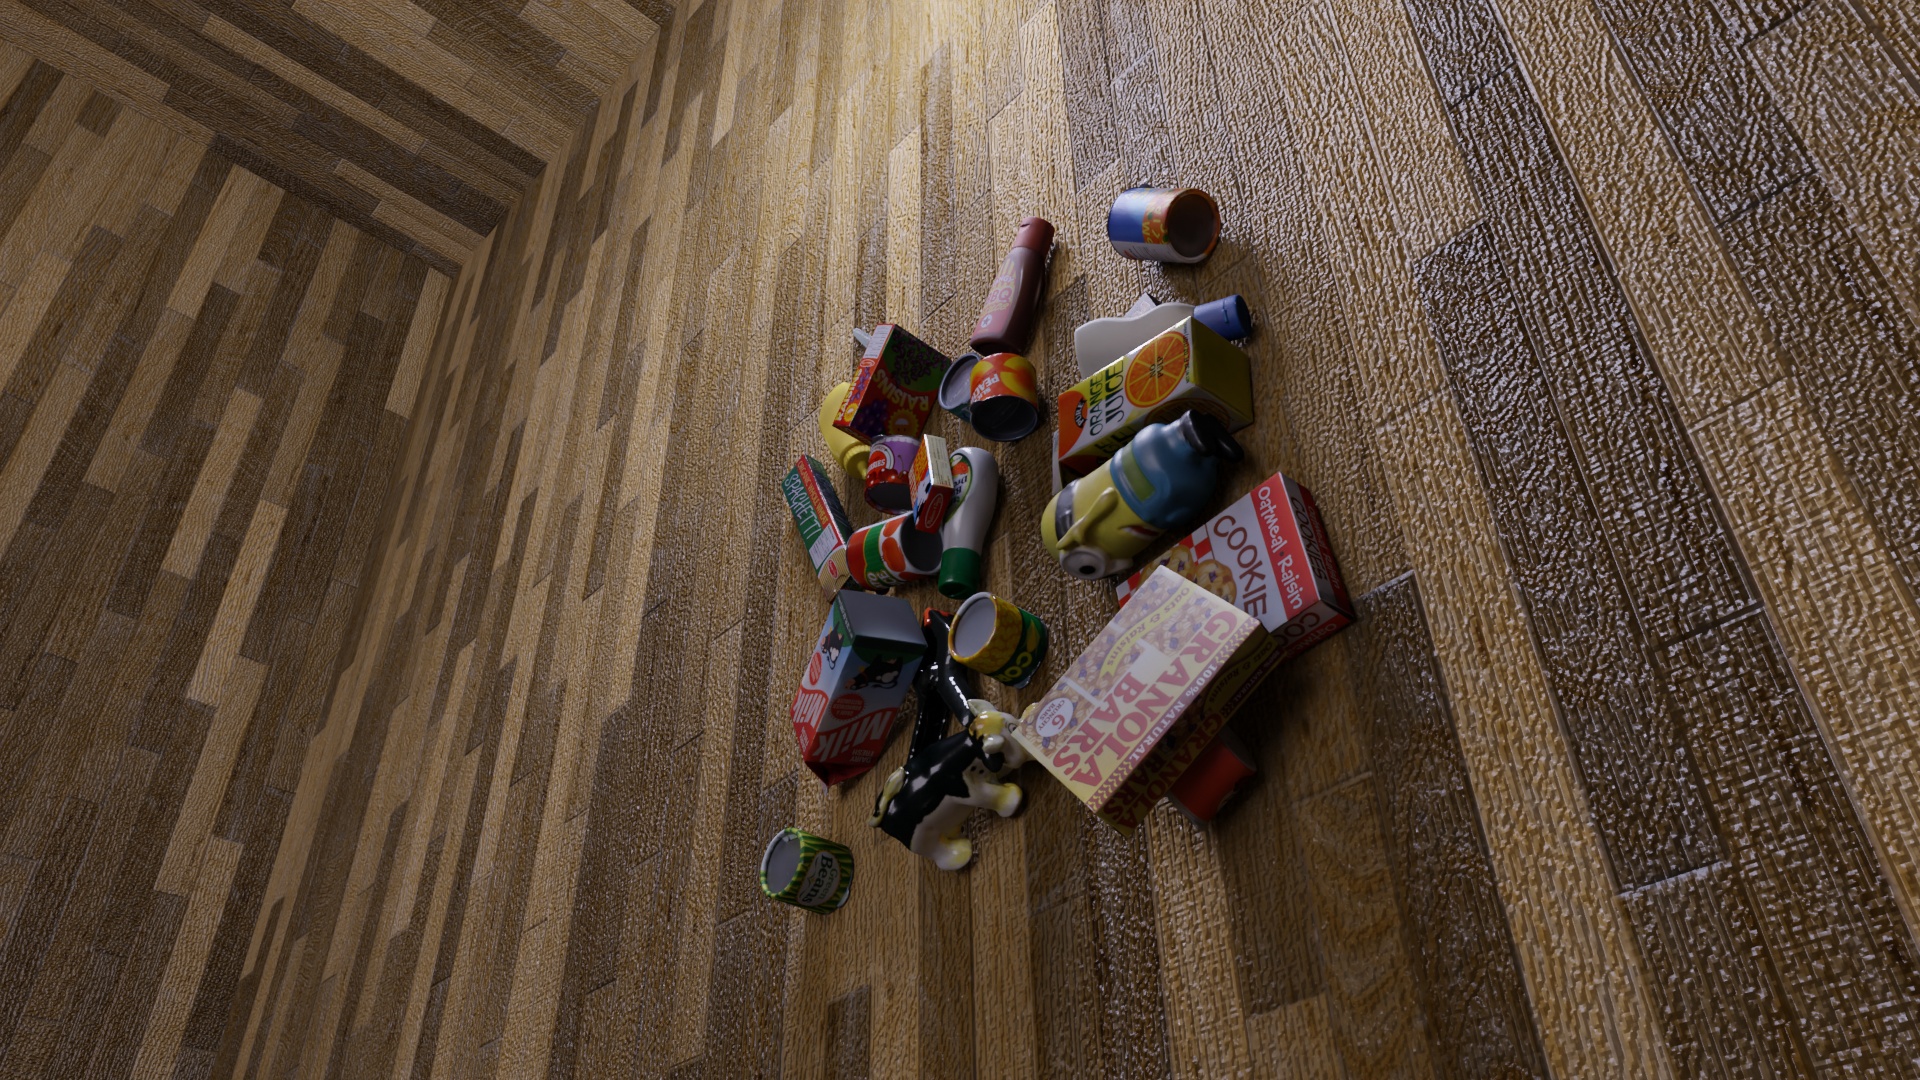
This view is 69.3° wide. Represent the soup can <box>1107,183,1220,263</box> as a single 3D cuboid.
[{"bbox_3d":[0.184,-0.288,1.256,0.084,0.071,0.071,21,84,56],"label":"soup can"}]

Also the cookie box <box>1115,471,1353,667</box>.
[{"bbox_3d":[0.196,0.045,1.019,0.166,0.040,0.123,-39,39,32],"label":"cookie box"}]

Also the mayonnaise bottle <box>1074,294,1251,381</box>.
[{"bbox_3d":[0.172,-0.171,1.180,0.148,0.041,0.065,-13,85,30],"label":"mayonnaise bottle"}]

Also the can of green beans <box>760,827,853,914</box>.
[{"bbox_3d":[-0.140,0.301,1.265,0.071,0.058,0.071,-33,43,37],"label":"can of green beans"}]

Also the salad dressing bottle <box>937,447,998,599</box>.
[{"bbox_3d":[0.005,-0.017,1.317,0.064,0.044,0.148,-32,43,47],"label":"salad dressing bottle"}]

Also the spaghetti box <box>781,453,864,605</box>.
[{"bbox_3d":[-0.151,-0.015,1.539,0.050,0.028,0.251,-51,35,16],"label":"spaghetti box"}]

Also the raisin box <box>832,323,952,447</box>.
[{"bbox_3d":[-0.073,-0.159,1.489,0.040,0.086,0.123,11,75,54],"label":"raisin box"}]

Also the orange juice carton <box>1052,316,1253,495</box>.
[{"bbox_3d":[0.145,-0.102,1.166,0.192,0.073,0.072,-29,46,40],"label":"orange juice carton"}]

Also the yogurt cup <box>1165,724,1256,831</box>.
[{"bbox_3d":[0.166,0.154,0.958,0.054,0.072,0.073,-42,37,13],"label":"yogurt cup"}]

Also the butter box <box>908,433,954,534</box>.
[{"bbox_3d":[-0.029,-0.056,1.338,0.104,0.024,0.053,-100,28,-57],"label":"butter box"}]

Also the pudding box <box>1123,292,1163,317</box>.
[{"bbox_3d":[0.156,-0.174,1.243,0.083,0.030,0.050,-48,36,20],"label":"pudding box"}]

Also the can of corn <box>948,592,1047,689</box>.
[{"bbox_3d":[0.032,0.086,1.192,0.071,0.058,0.071,-33,42,36],"label":"can of corn"}]

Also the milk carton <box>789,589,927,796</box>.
[{"bbox_3d":[-0.103,0.146,1.293,0.189,0.073,0.072,-66,29,27],"label":"milk carton"}]

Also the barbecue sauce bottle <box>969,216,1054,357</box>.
[{"bbox_3d":[0.058,-0.260,1.426,0.065,0.043,0.149,-1,65,54],"label":"barbecue sauce bottle"}]

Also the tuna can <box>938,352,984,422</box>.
[{"bbox_3d":[0.011,-0.155,1.421,0.071,0.033,0.071,-33,43,36],"label":"tuna can"}]

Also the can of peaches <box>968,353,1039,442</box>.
[{"bbox_3d":[0.040,-0.139,1.336,0.071,0.071,0.058,-34,41,36],"label":"can of peaches"}]

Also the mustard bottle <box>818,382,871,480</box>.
[{"bbox_3d":[-0.118,-0.111,1.548,0.065,0.049,0.161,-48,36,23],"label":"mustard bottle"}]

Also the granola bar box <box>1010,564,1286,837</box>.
[{"bbox_3d":[0.127,0.107,0.957,0.165,0.039,0.124,-48,30,-5],"label":"granola bar box"}]

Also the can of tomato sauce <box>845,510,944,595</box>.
[{"bbox_3d":[-0.062,0.013,1.367,0.083,0.071,0.071,-18,53,46],"label":"can of tomato sauce"}]

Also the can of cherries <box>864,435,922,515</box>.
[{"bbox_3d":[-0.066,-0.067,1.425,0.071,0.071,0.058,-25,48,42],"label":"can of cherries"}]
